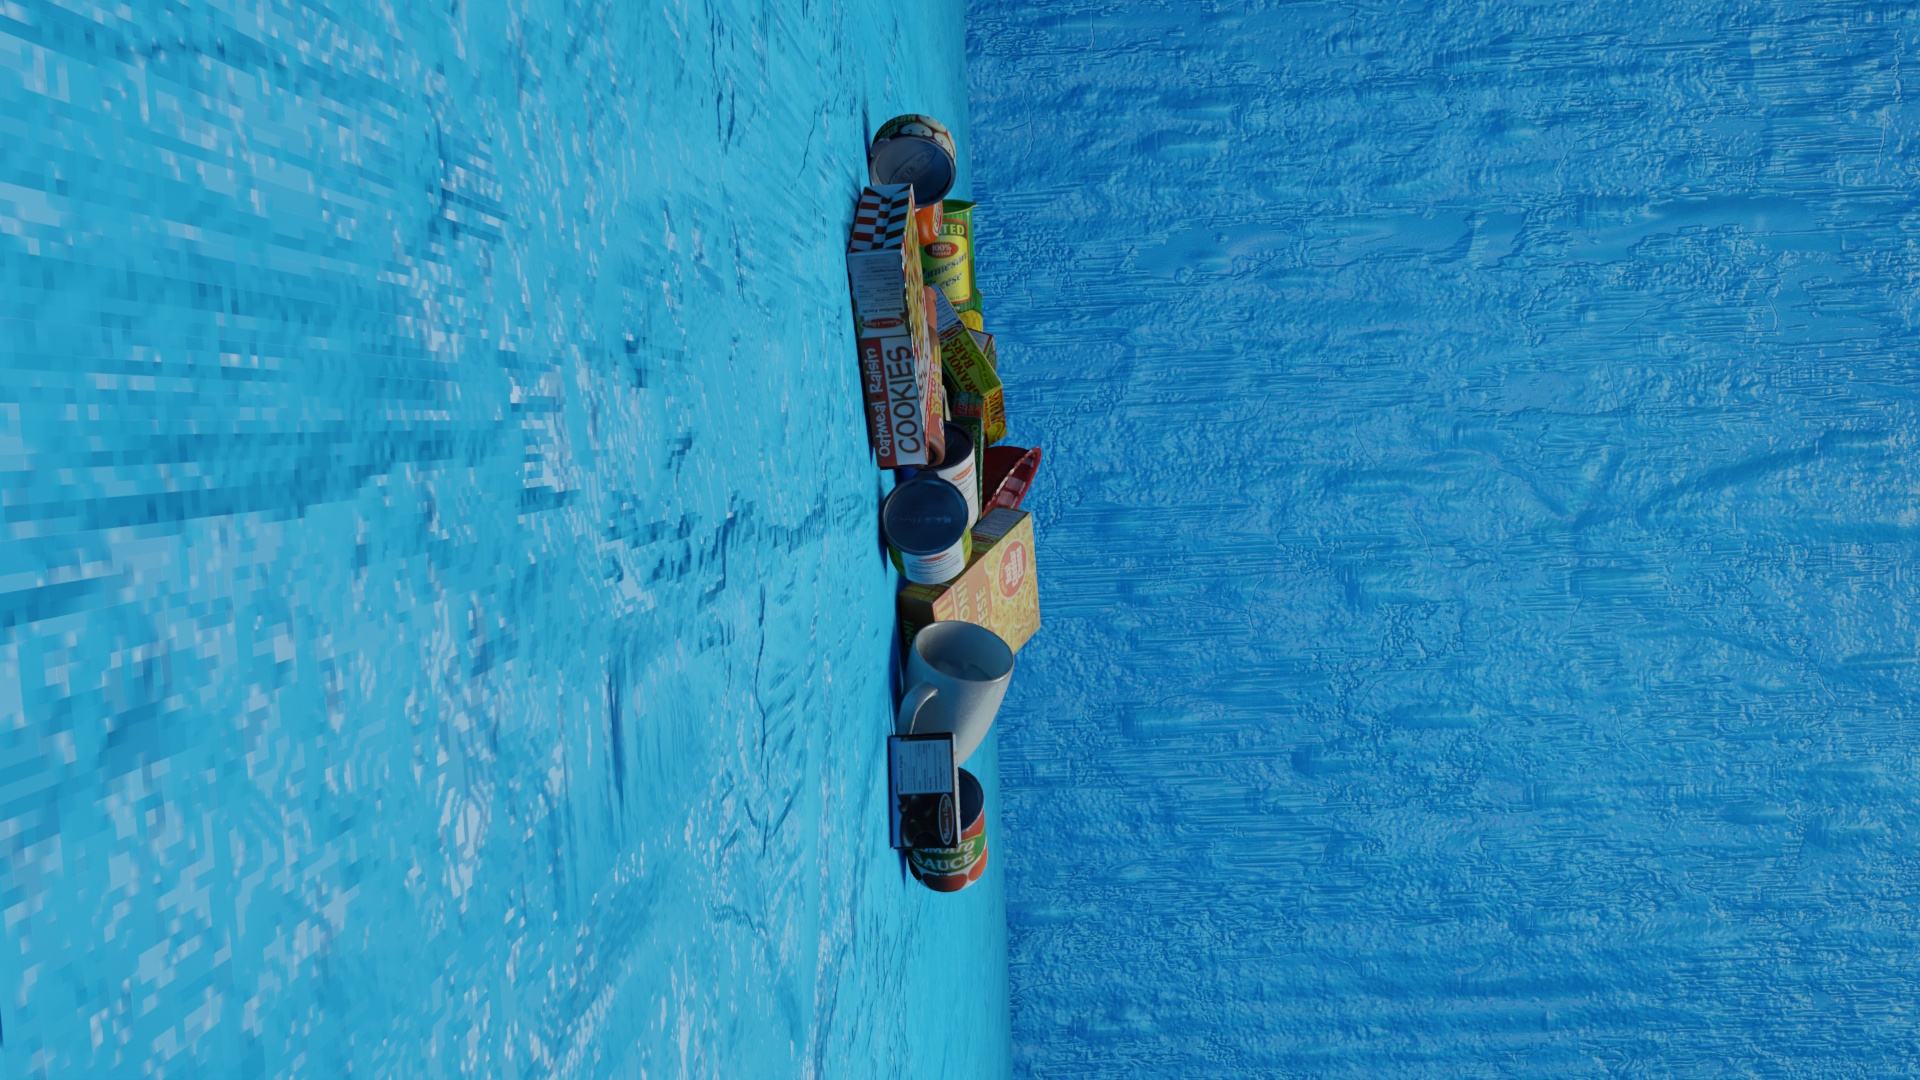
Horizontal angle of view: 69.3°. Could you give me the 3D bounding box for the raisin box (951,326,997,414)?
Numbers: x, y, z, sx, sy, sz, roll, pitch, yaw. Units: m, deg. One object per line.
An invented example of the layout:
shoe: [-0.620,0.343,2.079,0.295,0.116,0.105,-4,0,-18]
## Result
raisin box: [0.000,-0.159,1.513,0.086,0.040,0.123,78,31,-73]

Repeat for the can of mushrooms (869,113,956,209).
can of mushrooms: [-0.038,-0.293,1.069,0.070,0.071,0.034,84,5,-49]

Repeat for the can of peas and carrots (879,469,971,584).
can of peas and carrots: [-0.025,-0.009,1.052,0.058,0.071,0.071,83,6,-65]

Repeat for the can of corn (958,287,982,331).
can of corn: [-0.010,-0.247,1.546,0.071,0.071,0.058,78,10,-72]

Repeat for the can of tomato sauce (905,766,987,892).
can of tomato sauce: [-0.013,0.228,1.089,0.082,0.071,0.071,85,4,-46]

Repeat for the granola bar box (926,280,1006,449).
granola bar box: [-0.003,-0.166,1.360,0.124,0.039,0.165,58,-3,12]

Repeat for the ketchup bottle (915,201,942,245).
ketchup bottle: [-0.042,-0.291,1.181,0.149,0.043,0.064,-55,143,-84]

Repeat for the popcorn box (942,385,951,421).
popcorn box: [-0.029,-0.096,1.297,0.126,0.038,0.085,21,68,-87]

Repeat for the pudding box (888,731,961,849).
pudding box: [-0.026,0.185,1.025,0.030,0.050,0.084,61,25,-79]

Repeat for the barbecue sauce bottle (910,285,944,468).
barbecue sauce bottle: [-0.037,-0.137,1.137,0.064,0.043,0.149,58,28,-65]

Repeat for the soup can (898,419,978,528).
soup can: [-0.021,-0.053,1.191,0.072,0.071,0.083,-89,177,-45]

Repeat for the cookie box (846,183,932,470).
cookie box: [-0.048,-0.154,0.998,0.123,0.040,0.166,-88,173,-55]

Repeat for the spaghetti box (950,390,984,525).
spaghetti box: [0.005,-0.016,1.291,0.050,0.029,0.248,-83,175,-59]

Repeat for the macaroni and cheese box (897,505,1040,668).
macaroni and cheese box: [0.010,0.062,1.207,0.167,0.040,0.123,-41,134,-47]

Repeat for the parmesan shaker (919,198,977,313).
parmesan shaker: [-0.015,-0.284,1.394,0.071,0.071,0.102,-86,173,-64]
